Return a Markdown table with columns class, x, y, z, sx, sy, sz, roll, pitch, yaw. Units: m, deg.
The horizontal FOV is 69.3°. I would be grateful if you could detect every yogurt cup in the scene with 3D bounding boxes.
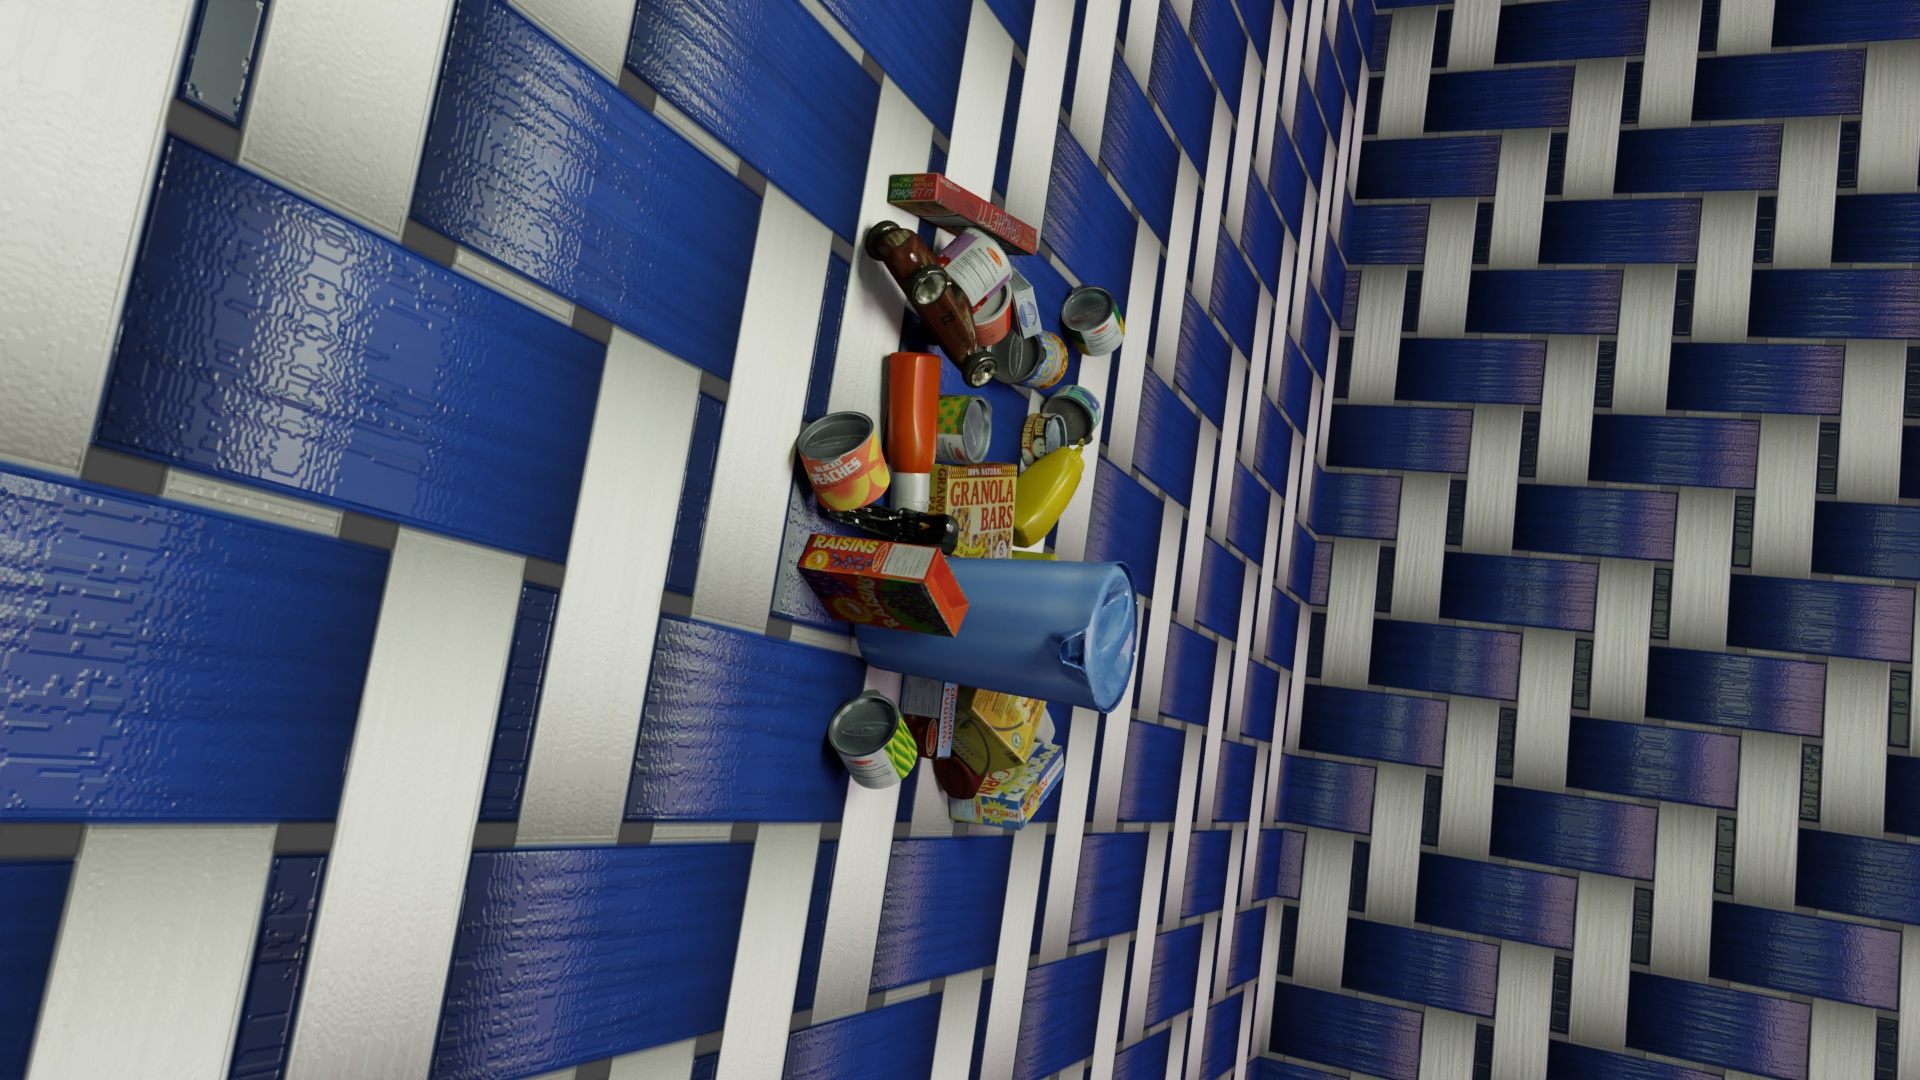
| class | x | y | z | sx | sy | sz | roll | pitch | yaw |
| --- | --- | --- | --- | --- | --- | --- | --- | --- | --- |
| yogurt cup | 0.020 | -0.230 | 1.388 | 0.053 | 0.072 | 0.072 | 72 | 31 | -63 |

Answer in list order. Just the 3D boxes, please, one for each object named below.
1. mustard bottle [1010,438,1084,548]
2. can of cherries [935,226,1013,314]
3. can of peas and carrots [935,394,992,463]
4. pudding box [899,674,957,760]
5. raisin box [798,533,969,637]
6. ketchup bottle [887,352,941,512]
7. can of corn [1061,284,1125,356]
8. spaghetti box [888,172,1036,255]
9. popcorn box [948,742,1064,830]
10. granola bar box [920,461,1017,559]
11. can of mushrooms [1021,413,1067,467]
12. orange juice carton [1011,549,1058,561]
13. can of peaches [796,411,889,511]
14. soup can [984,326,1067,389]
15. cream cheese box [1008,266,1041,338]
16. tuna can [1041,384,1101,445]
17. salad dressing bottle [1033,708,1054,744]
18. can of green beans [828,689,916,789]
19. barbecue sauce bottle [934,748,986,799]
| class | x | y | z | sx | sy | sz | roll | pitch | yaw |
| --- | --- | --- | --- | --- | --- | --- | --- | --- | --- |
| mustard bottle | 0.097 | -0.059 | 1.550 | 0.161 | 0.065 | 0.048 | -48 | 141 | -29 |
| can of cherries | 0.007 | -0.257 | 1.337 | 0.058 | 0.071 | 0.071 | -46 | 142 | -14 |
| can of peas and carrots | -0.008 | -0.111 | 1.356 | 0.071 | 0.059 | 0.071 | 3 | 91 | -66 |
| pudding box | -0.033 | 0.170 | 1.362 | 0.030 | 0.049 | 0.083 | 15 | 80 | -61 |
| raisin box | -0.065 | 0.037 | 1.183 | 0.040 | 0.123 | 0.085 | -68 | 150 | -29 |
| ketchup bottle | -0.044 | -0.101 | 1.297 | 0.065 | 0.043 | 0.148 | -12 | 105 | -69 |
| can of corn | 0.161 | -0.267 | 1.686 | 0.058 | 0.071 | 0.071 | 54 | 46 | -55 |
| spaghetti box | 0.008 | -0.317 | 1.365 | 0.250 | 0.050 | 0.028 | 1 | 95 | -65 |
| popcorn box | 0.052 | 0.263 | 1.518 | 0.127 | 0.085 | 0.038 | -39 | 128 | -57 |
| granola bar box | 0.005 | -0.018 | 1.424 | 0.166 | 0.039 | 0.124 | -7 | 101 | -64 |
| can of mushrooms | 0.097 | -0.116 | 1.610 | 0.071 | 0.033 | 0.071 | 5 | 91 | -65 |
| orange juice carton | 0.083 | 0.105 | 1.572 | 0.072 | 0.073 | 0.191 | -62 | 147 | -41 |
| can of peaches | -0.098 | -0.065 | 1.162 | 0.071 | 0.071 | 0.057 | -61 | 147 | -42 |
| soup can | 0.075 | -0.198 | 1.503 | 0.084 | 0.071 | 0.071 | -3 | 98 | -65 |
| cream cheese box | 0.053 | -0.253 | 1.436 | 0.104 | 0.024 | 0.053 | -119 | -168 | -56 |
| tuna can | 0.133 | -0.147 | 1.640 | 0.033 | 0.071 | 0.070 | -53 | 140 | -50 |
| salad dressing bottle | 0.083 | 0.225 | 1.615 | 0.044 | 0.064 | 0.147 | -54 | 153 | -18 |
| can of green beans | -0.078 | 0.181 | 1.248 | 0.057 | 0.071 | 0.071 | 68 | 36 | -45 |
| barbecue sauce bottle | 0.022 | 0.207 | 1.494 | 0.149 | 0.043 | 0.064 | -55 | 135 | -49 |
